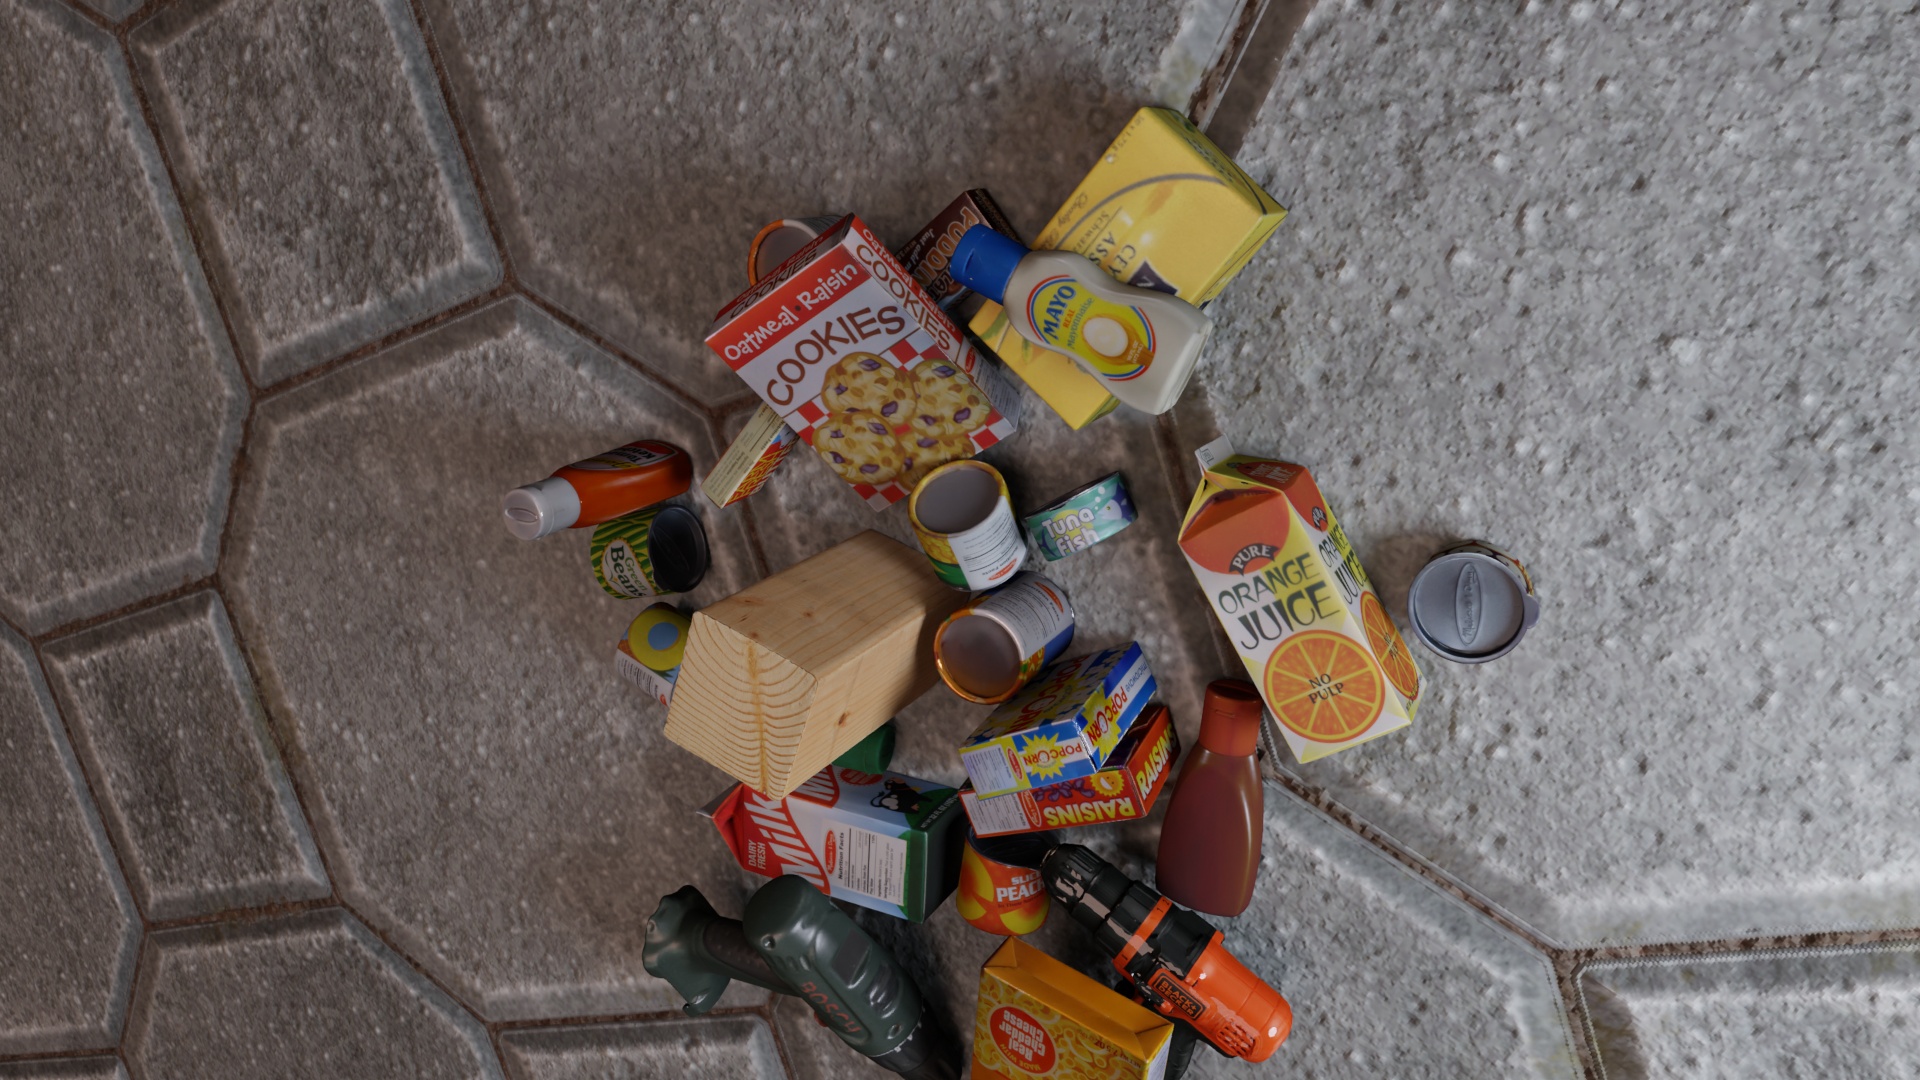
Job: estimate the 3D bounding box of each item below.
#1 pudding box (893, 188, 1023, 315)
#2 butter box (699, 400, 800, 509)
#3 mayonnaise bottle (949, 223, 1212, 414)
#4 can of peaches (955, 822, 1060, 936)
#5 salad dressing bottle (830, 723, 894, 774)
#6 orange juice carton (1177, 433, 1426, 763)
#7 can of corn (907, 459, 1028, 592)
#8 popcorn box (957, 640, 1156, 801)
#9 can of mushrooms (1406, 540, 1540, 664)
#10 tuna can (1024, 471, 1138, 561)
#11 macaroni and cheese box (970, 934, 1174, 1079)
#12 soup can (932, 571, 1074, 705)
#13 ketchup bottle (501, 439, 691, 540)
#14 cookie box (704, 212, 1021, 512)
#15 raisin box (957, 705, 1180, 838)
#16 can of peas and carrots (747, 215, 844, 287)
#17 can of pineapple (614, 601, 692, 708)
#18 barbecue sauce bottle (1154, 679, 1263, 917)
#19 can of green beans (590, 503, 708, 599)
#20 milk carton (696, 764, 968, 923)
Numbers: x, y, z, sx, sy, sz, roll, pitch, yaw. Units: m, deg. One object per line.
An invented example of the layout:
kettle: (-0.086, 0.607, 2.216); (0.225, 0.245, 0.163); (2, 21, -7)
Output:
pudding box: (-0.006, -0.180, 0.889); (0.083, 0.030, 0.049); (-36, 87, 30)
butter box: (-0.137, -0.069, 0.971); (0.024, 0.053, 0.103); (45, 119, 6)
mayonnaise bottle: (0.064, -0.130, 0.783); (0.148, 0.041, 0.064); (31, 118, 15)
can of peaches: (0.034, 0.231, 0.958); (0.071, 0.071, 0.057); (17, 112, 22)
salad dressing bottle: (-0.122, 0.139, 1.019); (0.148, 0.064, 0.044); (10, 92, 15)
orange juice carton: (0.193, 0.025, 0.822); (0.073, 0.072, 0.192); (-29, 90, 29)
can of corn: (0.003, -0.011, 0.898); (0.071, 0.071, 0.058); (7, 146, 25)
popcorn box: (0.064, 0.112, 0.878); (0.085, 0.127, 0.038); (-19, 99, 30)
can of mushrooms: (0.295, 0.035, 0.796); (0.071, 0.033, 0.071); (7, 106, 25)
tuna can: (0.076, -0.014, 0.870); (0.071, 0.071, 0.033); (-25, 93, 30)
macaroni and cheese box: (0.069, 0.358, 0.916); (0.124, 0.040, 0.165); (22, 124, 28)
soup can: (0.027, 0.065, 0.908); (0.071, 0.084, 0.071); (8, 108, 25)
ketchup bottle: (-0.259, -0.036, 0.986); (0.065, 0.149, 0.043); (10, 110, 24)
cookie box: (-0.061, -0.109, 0.889); (0.122, 0.040, 0.167); (-29, 119, 30)
raisin box: (0.072, 0.150, 0.907); (0.123, 0.086, 0.040); (-14, 104, 29)
can of peas and carrots: (-0.100, -0.179, 0.920); (0.071, 0.059, 0.070); (7, 107, 25)
can of pineapple: (-0.216, 0.086, 1.047); (0.058, 0.071, 0.070); (29, 115, 17)
barbecue sauce bottle: (0.165, 0.164, 0.890); (0.065, 0.044, 0.148); (14, 109, 25)
can of green beans: (-0.231, 0.009, 1.031); (0.058, 0.071, 0.071); (-8, 100, 28)
milk carton: (-0.095, 0.207, 1.014); (0.190, 0.072, 0.073); (10, 108, 23)
